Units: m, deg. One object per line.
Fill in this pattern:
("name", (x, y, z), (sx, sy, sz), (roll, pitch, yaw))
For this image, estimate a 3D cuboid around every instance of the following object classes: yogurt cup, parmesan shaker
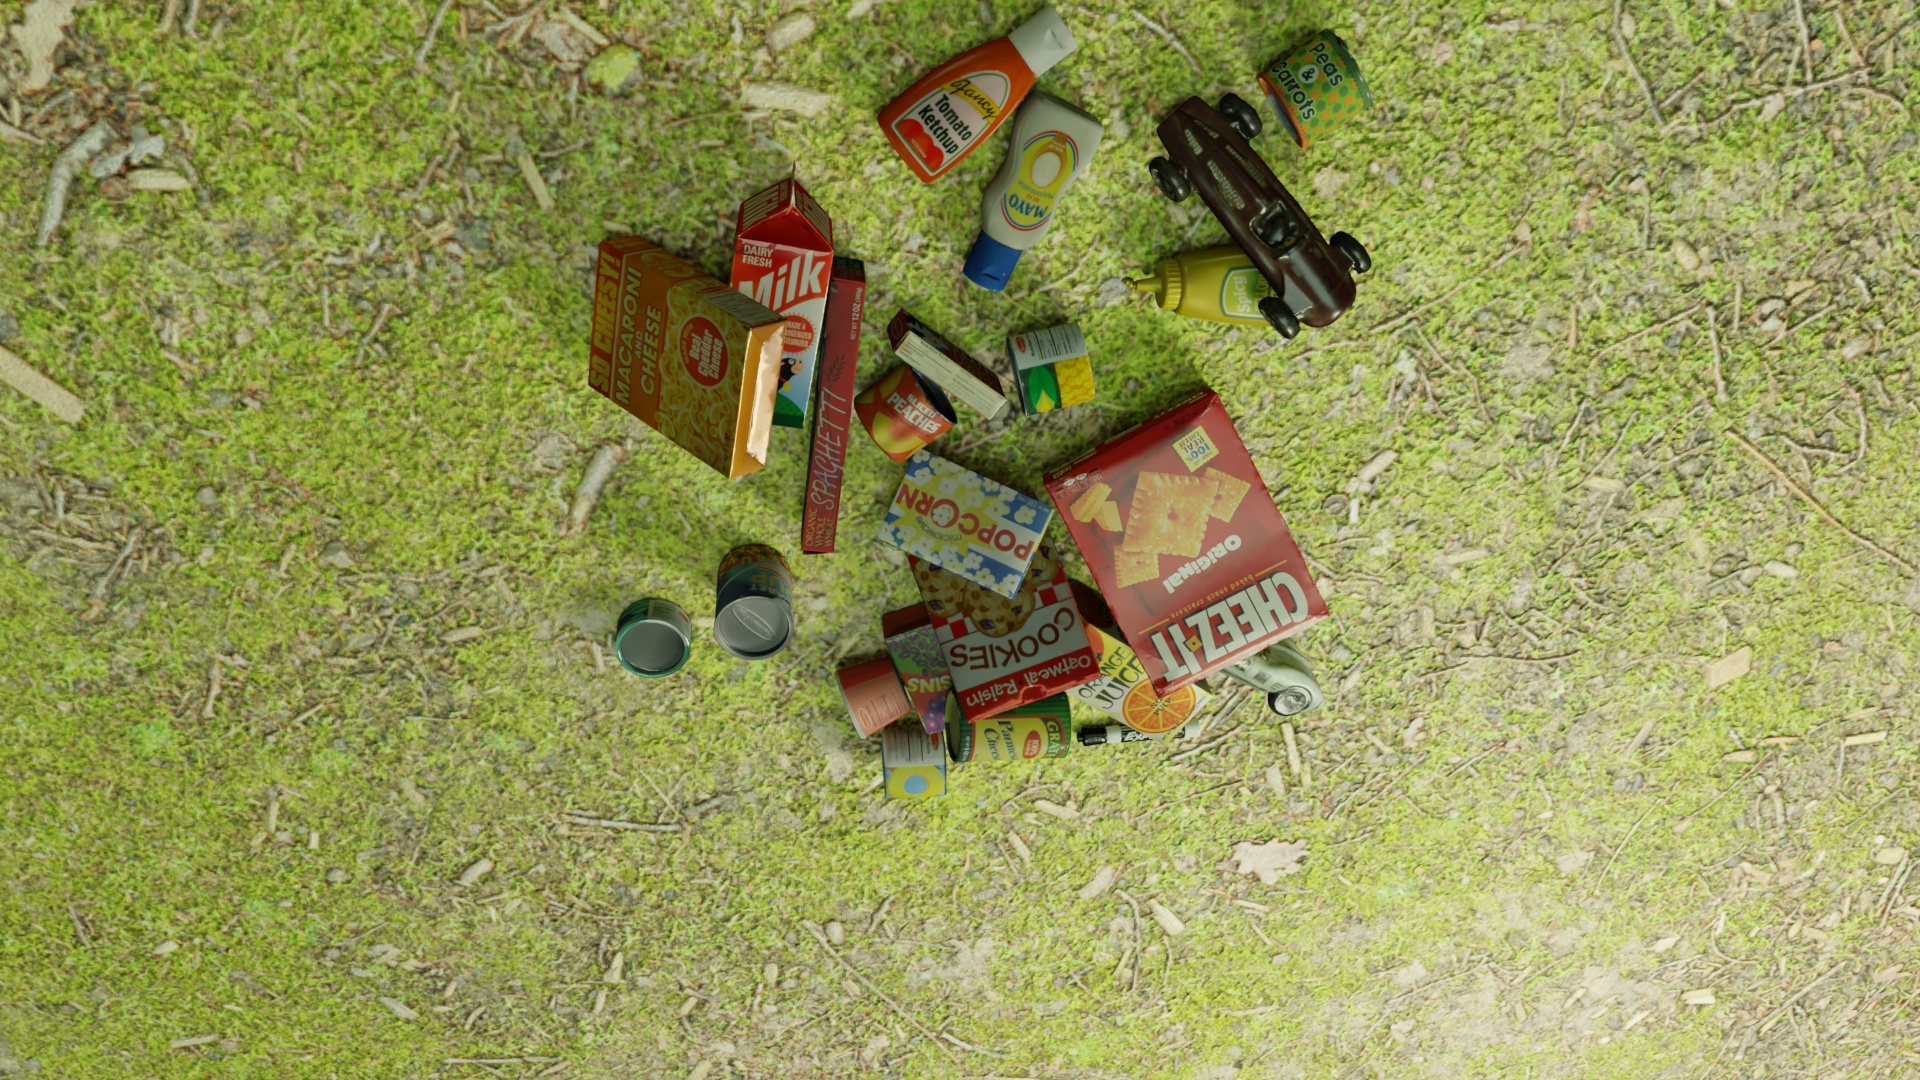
("yogurt cup", (-0.079, 0.140, 1.272), (0.054, 0.072, 0.072), (-23, 122, -3))
("parmesan shaker", (0.042, 0.168, 1.257), (0.103, 0.071, 0.071), (-1, 122, -13))

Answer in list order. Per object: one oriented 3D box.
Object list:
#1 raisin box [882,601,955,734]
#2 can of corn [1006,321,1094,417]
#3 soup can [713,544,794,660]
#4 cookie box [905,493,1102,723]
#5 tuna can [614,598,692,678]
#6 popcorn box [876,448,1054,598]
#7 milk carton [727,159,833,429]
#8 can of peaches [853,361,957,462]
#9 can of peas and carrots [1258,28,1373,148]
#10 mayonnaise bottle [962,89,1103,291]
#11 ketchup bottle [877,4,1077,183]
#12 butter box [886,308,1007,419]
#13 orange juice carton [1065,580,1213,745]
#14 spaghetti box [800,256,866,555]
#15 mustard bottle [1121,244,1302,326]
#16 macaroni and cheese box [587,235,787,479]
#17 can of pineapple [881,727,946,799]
("raisin box", (-0.011, 0.112, 1.277), (0.086, 0.040, 0.123), (-19, 123, 3))
("can of corn", (0.073, -0.136, 1.120), (0.058, 0.071, 0.070), (-13, 122, 0))
("soup can", (-0.174, 0.050, 1.190), (0.071, 0.084, 0.071), (-4, 122, -6))
("cookie box", (0.036, 0.058, 1.197), (0.123, 0.040, 0.167), (-20, 86, 4))
("tuna can", (-0.273, 0.089, 1.230), (0.071, 0.033, 0.070), (-4, 121, -6))
("popcorn box", (0.004, -0.015, 1.160), (0.127, 0.038, 0.085), (24, 92, 2))
("milk carton", (-0.140, -0.188, 1.055), (0.073, 0.073, 0.189), (7, 120, -12))
("can of peaches", (-0.045, -0.104, 1.120), (0.058, 0.071, 0.071), (-33, 120, 14))
("can of peas and carrots", (0.261, -0.332, 1.022), (0.058, 0.071, 0.070), (-32, 120, 13))
("mayonnaise bottle", (0.049, -0.261, 1.053), (0.065, 0.041, 0.147), (18, 117, -20))
("ketchup bottle", (0.015, -0.328, 1.007), (0.148, 0.044, 0.064), (-35, 120, 13))
("butter box", (-0.011, -0.141, 1.113), (0.103, 0.053, 0.024), (33, 110, -25))
("orange juice carton", (0.131, 0.104, 1.271), (0.192, 0.073, 0.071), (30, 113, -23))
("spaghetti box", (-0.105, -0.104, 1.125), (0.029, 0.050, 0.248), (5, 121, -9))
("mustard bottle", (0.207, -0.203, 1.106), (0.160, 0.049, 0.065), (-2, 116, -7))
("macaroni and cheese box", (-0.206, -0.138, 1.033), (0.040, 0.167, 0.123), (-23, 136, -47))
("can of pineapple", (-0.044, 0.212, 1.318), (0.058, 0.071, 0.070), (-2, 122, -6))
